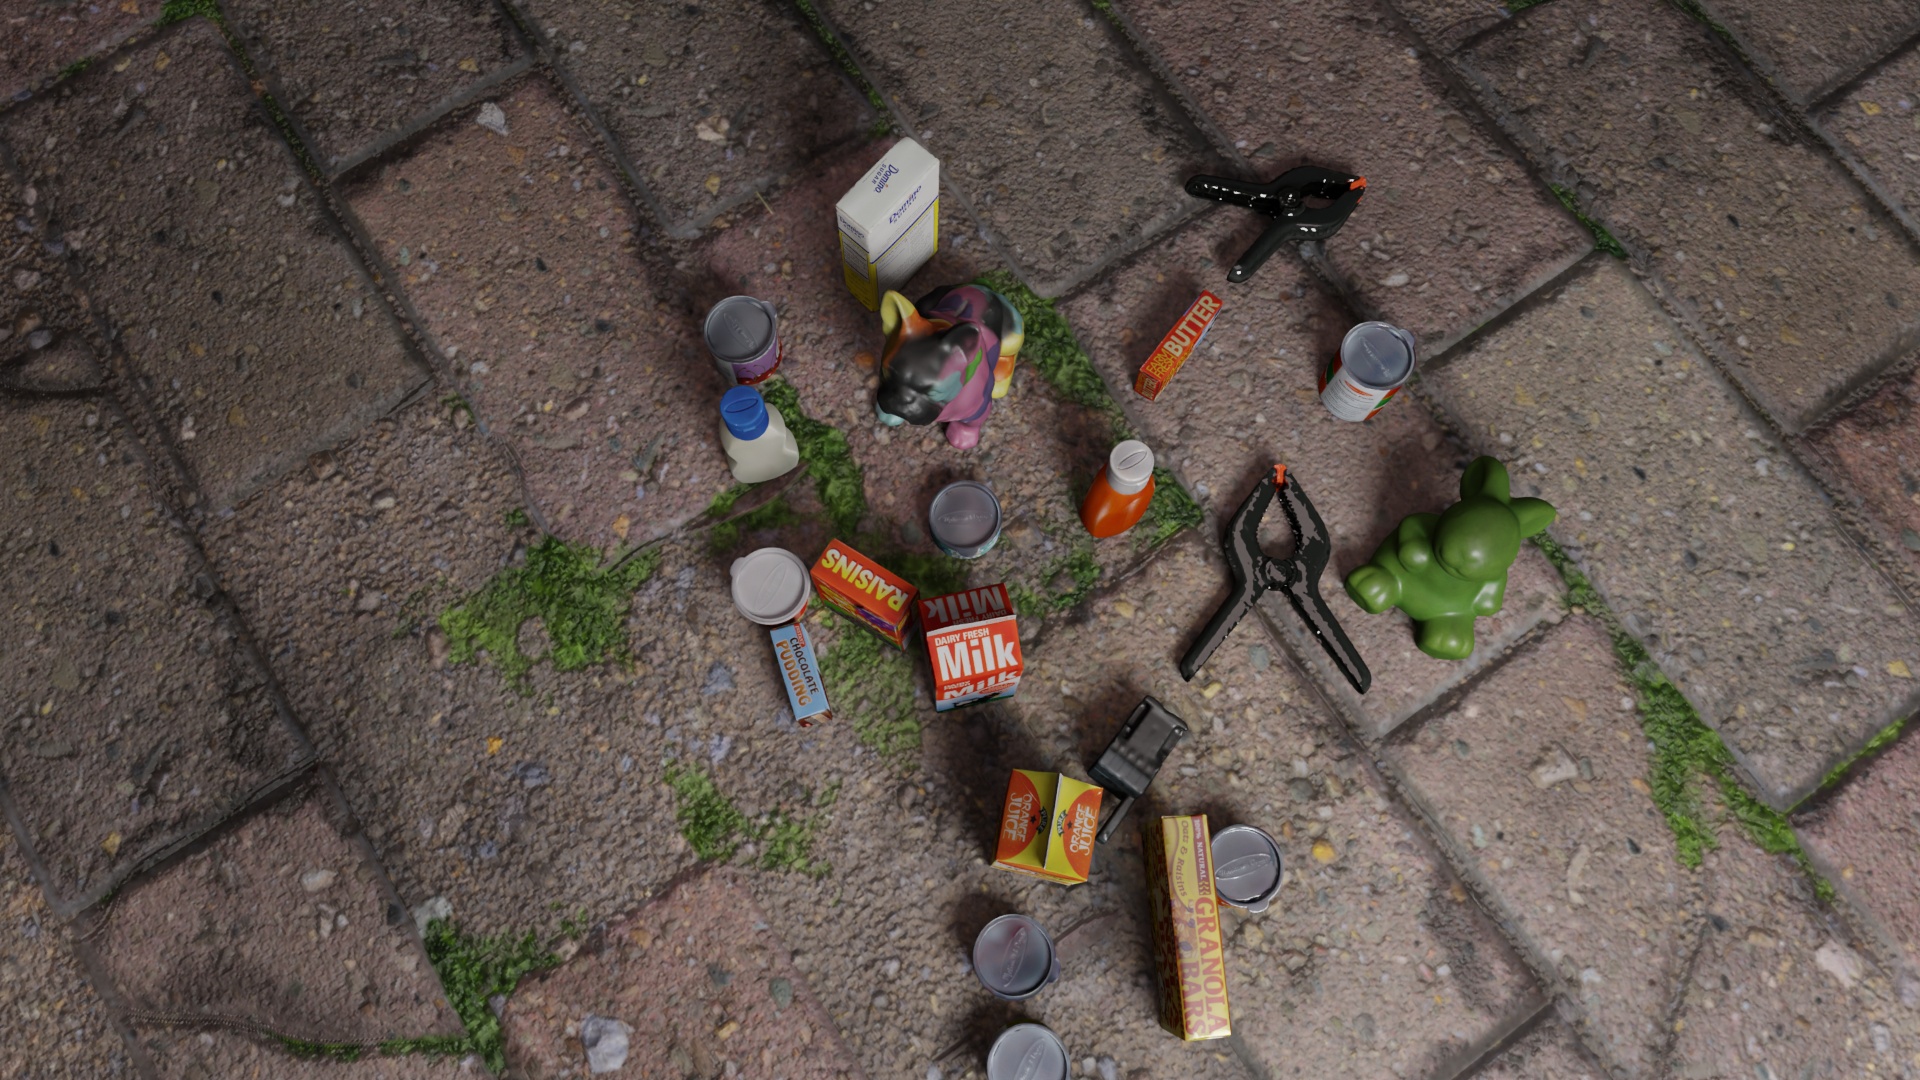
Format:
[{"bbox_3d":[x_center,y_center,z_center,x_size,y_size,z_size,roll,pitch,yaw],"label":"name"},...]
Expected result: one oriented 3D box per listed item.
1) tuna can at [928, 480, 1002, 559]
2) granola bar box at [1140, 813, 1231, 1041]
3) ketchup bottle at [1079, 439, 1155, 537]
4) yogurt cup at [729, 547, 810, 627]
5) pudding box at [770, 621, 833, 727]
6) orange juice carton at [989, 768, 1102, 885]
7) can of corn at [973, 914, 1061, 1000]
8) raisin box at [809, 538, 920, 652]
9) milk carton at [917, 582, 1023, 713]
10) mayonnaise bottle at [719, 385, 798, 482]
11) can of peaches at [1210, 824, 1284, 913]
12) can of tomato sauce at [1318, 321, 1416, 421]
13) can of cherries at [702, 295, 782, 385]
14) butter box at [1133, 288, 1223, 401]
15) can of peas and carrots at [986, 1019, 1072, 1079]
[{"bbox_3d":[0.004,-0.016,1.246,0.071,0.032,0.071,0,74,0],"label":"tuna can"},{"bbox_3d":[0.179,0.306,1.109,0.039,0.124,0.166,-4,74,-1],"label":"granola bar box"},{"bbox_3d":[0.139,-0.045,1.196,0.065,0.148,0.043,-30,77,-8],"label":"ketchup bottle"},{"bbox_3d":[-0.163,0.045,1.217,0.072,0.053,0.072,0,74,0],"label":"yogurt cup"},{"bbox_3d":[-0.137,0.116,1.199,0.030,0.049,0.084,-18,75,-5],"label":"pudding box"},{"bbox_3d":[0.066,0.227,1.095,0.073,0.192,0.072,12,75,3],"label":"orange juice carton"},{"bbox_3d":[0.045,0.340,1.133,0.071,0.058,0.071,0,74,0],"label":"can of corn"},{"bbox_3d":[-0.078,0.049,1.180,0.086,0.123,0.040,32,77,8],"label":"raisin box"},{"bbox_3d":[0.007,0.087,1.135,0.072,0.190,0.073,-12,75,-4],"label":"milk carton"},{"bbox_3d":[-0.179,-0.092,1.206,0.065,0.147,0.041,-18,76,-5],"label":"mayonnaise bottle"},{"bbox_3d":[0.231,0.273,1.153,0.071,0.058,0.071,0,74,0],"label":"can of peaches"},{"bbox_3d":[0.369,-0.154,1.262,0.071,0.083,0.071,0,75,0],"label":"can of tomato sauce"},{"bbox_3d":[-0.197,-0.184,1.279,0.071,0.058,0.071,0,74,0],"label":"can of cherries"},{"bbox_3d":[0.201,-0.179,1.284,0.024,0.053,0.104,37,77,9],"label":"butter box"},{"bbox_3d":[0.056,0.420,1.110,0.071,0.058,0.071,0,74,0],"label":"can of peas and carrots"}]
